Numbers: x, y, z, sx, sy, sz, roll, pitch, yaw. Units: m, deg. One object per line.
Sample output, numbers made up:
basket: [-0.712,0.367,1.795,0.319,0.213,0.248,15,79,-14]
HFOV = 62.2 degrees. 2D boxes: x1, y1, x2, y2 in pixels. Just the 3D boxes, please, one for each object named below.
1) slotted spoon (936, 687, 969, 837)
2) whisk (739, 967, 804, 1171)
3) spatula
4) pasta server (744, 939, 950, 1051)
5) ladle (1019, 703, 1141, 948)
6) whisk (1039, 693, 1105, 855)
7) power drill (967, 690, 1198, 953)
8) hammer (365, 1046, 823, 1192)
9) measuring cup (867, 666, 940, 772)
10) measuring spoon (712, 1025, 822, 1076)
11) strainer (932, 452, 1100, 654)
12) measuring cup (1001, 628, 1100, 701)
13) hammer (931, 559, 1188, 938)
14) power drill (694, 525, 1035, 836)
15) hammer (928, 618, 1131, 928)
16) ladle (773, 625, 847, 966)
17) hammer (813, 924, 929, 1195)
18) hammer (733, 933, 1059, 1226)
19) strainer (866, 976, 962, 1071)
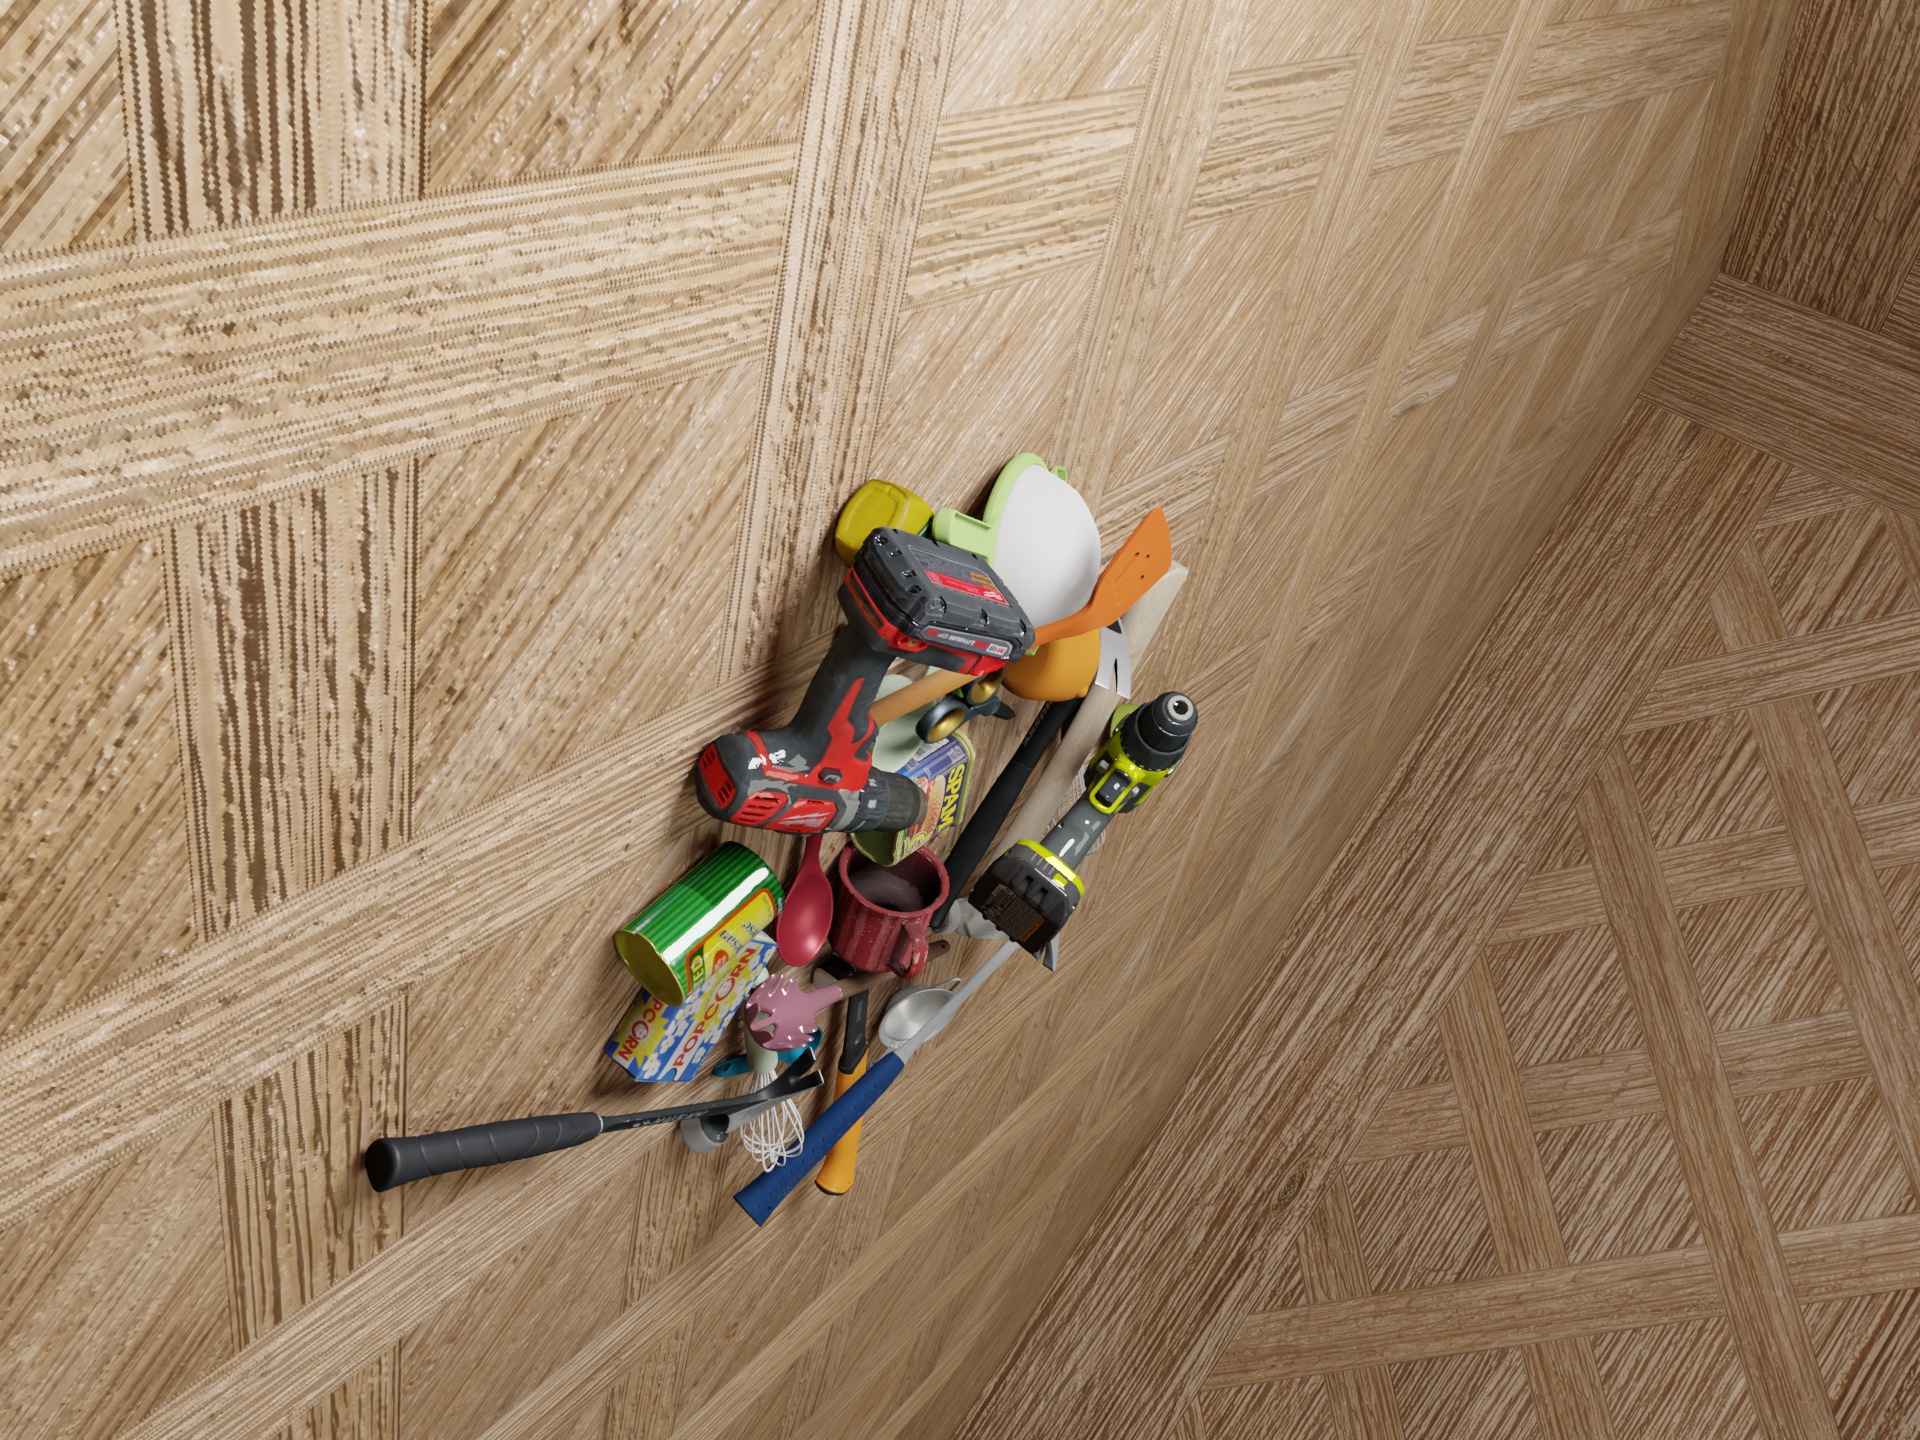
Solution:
slotted spoon: [-0.002,-0.004,1.323,0.070,0.031,0.313,-45,156,-38]
whisk: [-0.164,0.291,1.330,0.059,0.058,0.246,-70,164,-50]
spatula: [0.014,-0.049,1.138,0.322,0.041,0.081,-26,149,0]
pasta server: [-0.086,0.220,1.341,0.040,0.060,0.316,-30,170,28]
ladle: [0.127,0.120,1.732,0.078,0.062,0.320,-18,142,-59]
whisk: [0.112,0.049,1.581,0.070,0.070,0.284,-43,148,-30]
power drill: [0.115,0.079,1.368,0.228,0.080,0.190,-49,175,-24]
hammer: [-0.252,0.287,1.129,0.149,0.036,0.408,-31,160,21]
measuring cup: [-0.037,-0.039,1.197,0.083,0.038,0.167,0,118,-63]
measuring spoon: [-0.170,0.284,1.372,0.128,0.021,0.042,-3,122,-52]
strainer: [0.051,-0.123,1.148,0.256,0.069,0.151,1,99,-71]
measuring cup: [0.090,-0.082,1.283,0.052,0.095,0.173,-3,148,-47]
hammer: [0.109,0.033,1.500,0.146,0.038,0.410,9,115,-46]
power drill: [-0.050,-0.007,1.063,0.187,0.080,0.226,12,125,-46]
hammer: [0.050,0.051,1.418,0.334,0.035,0.146,-59,-159,20]
ladle: [-0.106,0.062,1.200,0.069,0.031,0.315,-34,146,-46]
hammer: [-0.099,0.328,1.508,0.127,0.034,0.336,-33,142,-43]
hammer: [-0.049,0.311,1.485,0.405,0.035,0.143,-43,147,-19]
strainer: [-0.082,0.342,1.583,0.086,0.050,0.258,21,107,-44]
